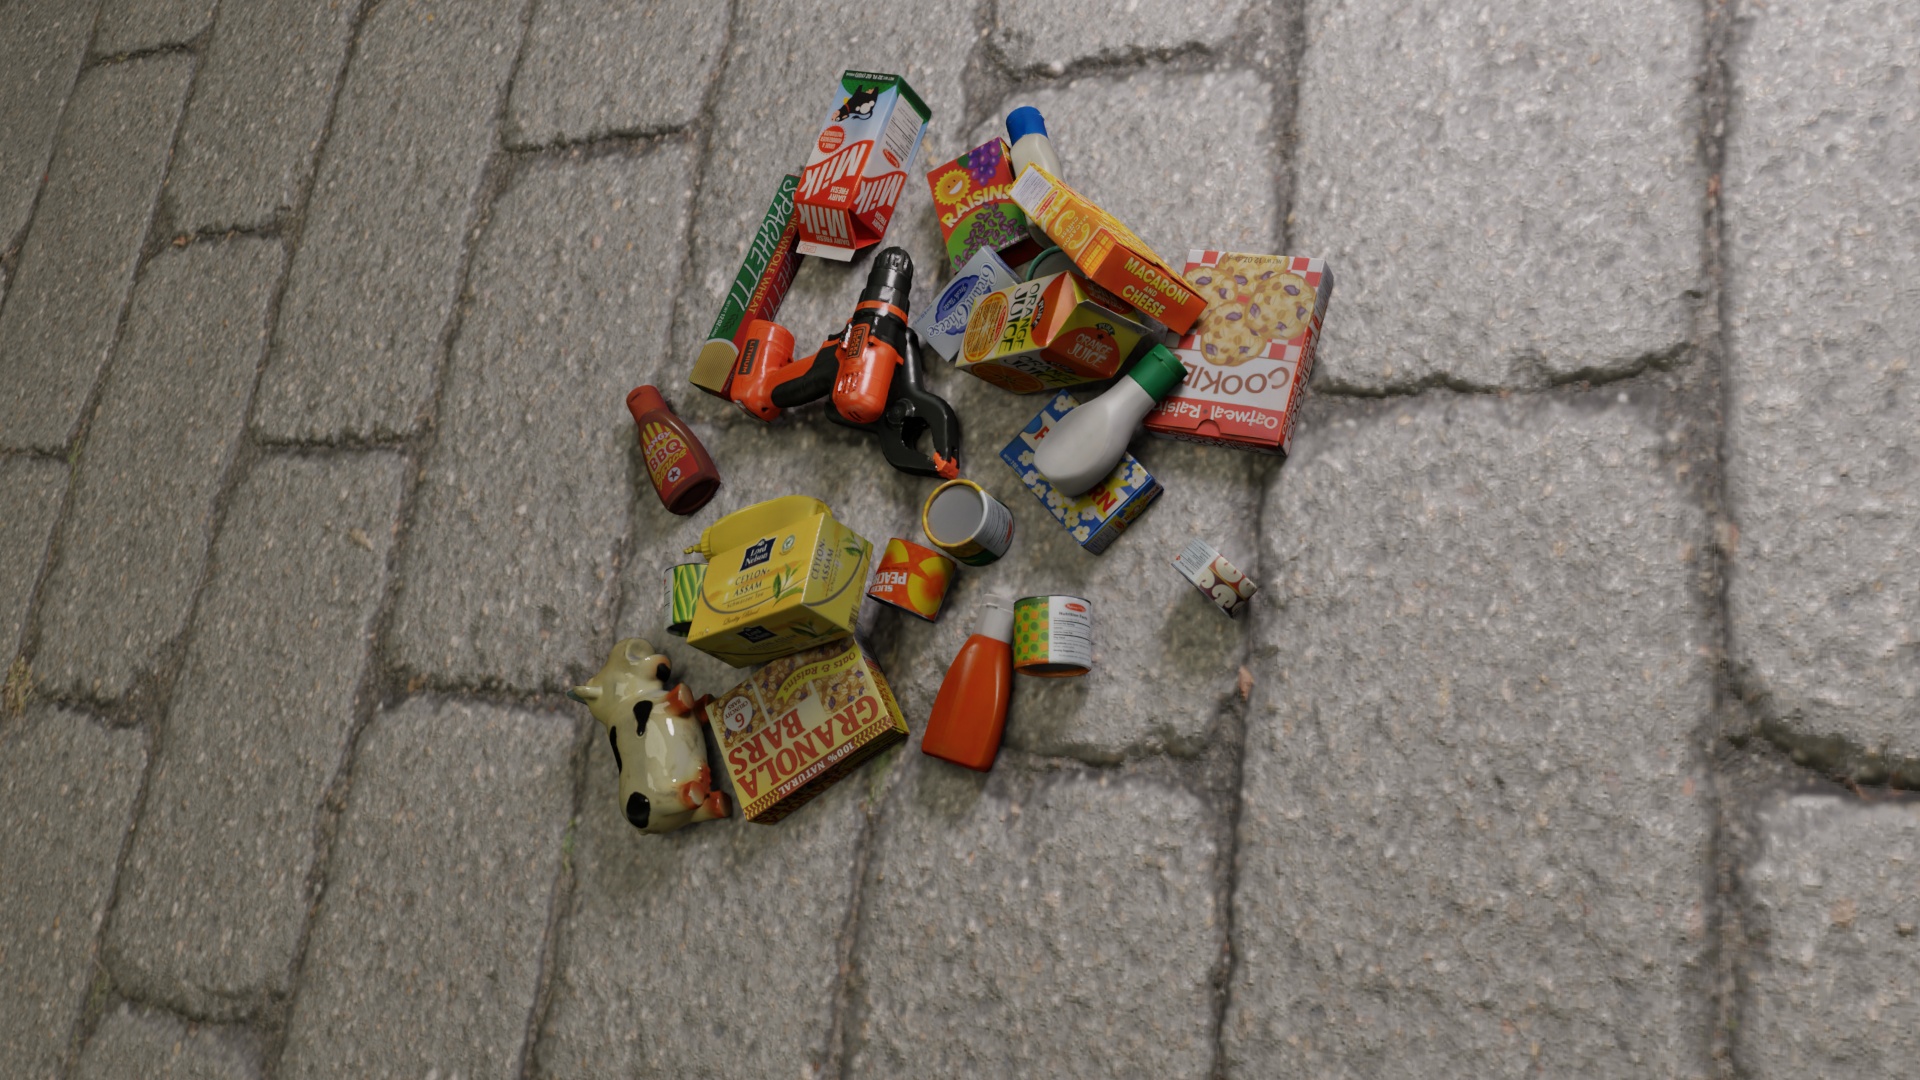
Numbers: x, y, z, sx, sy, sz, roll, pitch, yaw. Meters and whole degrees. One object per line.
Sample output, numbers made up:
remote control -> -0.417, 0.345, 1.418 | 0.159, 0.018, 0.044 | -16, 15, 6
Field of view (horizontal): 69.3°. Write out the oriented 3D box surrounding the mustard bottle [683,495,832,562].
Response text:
mustard bottle -> -0.201, -0.003, 1.350 | 0.160, 0.048, 0.065 | -9, 67, 25

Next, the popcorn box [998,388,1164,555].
popcorn box -> 0.106, -0.060, 1.220 | 0.085, 0.038, 0.127 | -45, 60, 8

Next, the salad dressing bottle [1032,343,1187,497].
salad dressing bottle -> 0.127, -0.102, 1.174 | 0.147, 0.044, 0.064 | -44, 54, 6

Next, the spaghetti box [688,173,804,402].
spaghetti box -> -0.209, -0.267, 1.454 | 0.050, 0.028, 0.250 | 21, 84, 30

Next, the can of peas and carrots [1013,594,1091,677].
can of peas and carrots -> 0.076, 0.082, 1.172 | 0.071, 0.071, 0.059 | -8, 71, 25

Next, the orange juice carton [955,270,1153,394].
orange juice carton -> 0.081, -0.180, 1.204 | 0.192, 0.072, 0.073 | -1, 71, 59

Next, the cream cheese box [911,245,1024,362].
cream cheese box -> 0.007, -0.222, 1.310 | 0.053, 0.024, 0.103 | 46, 112, 3

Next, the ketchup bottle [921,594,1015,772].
ketchup bottle -> 0.016, 0.121, 1.201 | 0.065, 0.043, 0.149 | 12, 79, 29

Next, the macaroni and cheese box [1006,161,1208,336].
macaroni and cheese box -> 0.125, -0.254, 1.199 | 0.040, 0.123, 0.167 | -53, 41, 18

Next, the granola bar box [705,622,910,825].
granola bar box -> -0.141, 0.164, 1.269 | 0.165, 0.039, 0.124 | -34, 61, 13

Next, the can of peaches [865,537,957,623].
can of peaches -> -0.045, 0.035, 1.245 | 0.071, 0.071, 0.058 | 18, 82, 30

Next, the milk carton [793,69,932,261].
milk carton -> -0.106, -0.374, 1.412 | 0.072, 0.073, 0.191 | 16, 81, 30

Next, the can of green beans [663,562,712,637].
can of green beans -> -0.254, 0.059, 1.346 | 0.071, 0.071, 0.058 | -12, 69, 23

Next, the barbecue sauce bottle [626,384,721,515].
barbecue sauce bottle -> -0.303, -0.098, 1.437 | 0.065, 0.043, 0.149 | -40, 60, 12

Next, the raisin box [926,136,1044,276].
raisin box -> 0.024, -0.318, 1.348 | 0.086, 0.040, 0.124 | -23, 65, 19

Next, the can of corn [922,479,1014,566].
can of corn -> 0.004, -0.016, 1.244 | 0.071, 0.058, 0.071 | -9, 69, 24

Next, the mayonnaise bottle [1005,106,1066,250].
mayonnaise bottle -> 0.075, -0.347, 1.321 | 0.041, 0.064, 0.148 | -24, 60, 22

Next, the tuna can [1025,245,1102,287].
tuna can -> 0.093, -0.239, 1.289 | 0.071, 0.033, 0.071 | -8, 70, 24

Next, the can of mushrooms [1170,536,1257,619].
can of mushrooms -> 0.207, 0.031, 1.124 | 0.033, 0.071, 0.071 | -49, 59, 4

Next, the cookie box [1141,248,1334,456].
cookie box -> 0.236, -0.162, 1.187 | 0.123, 0.040, 0.167 | 11, 79, 30
